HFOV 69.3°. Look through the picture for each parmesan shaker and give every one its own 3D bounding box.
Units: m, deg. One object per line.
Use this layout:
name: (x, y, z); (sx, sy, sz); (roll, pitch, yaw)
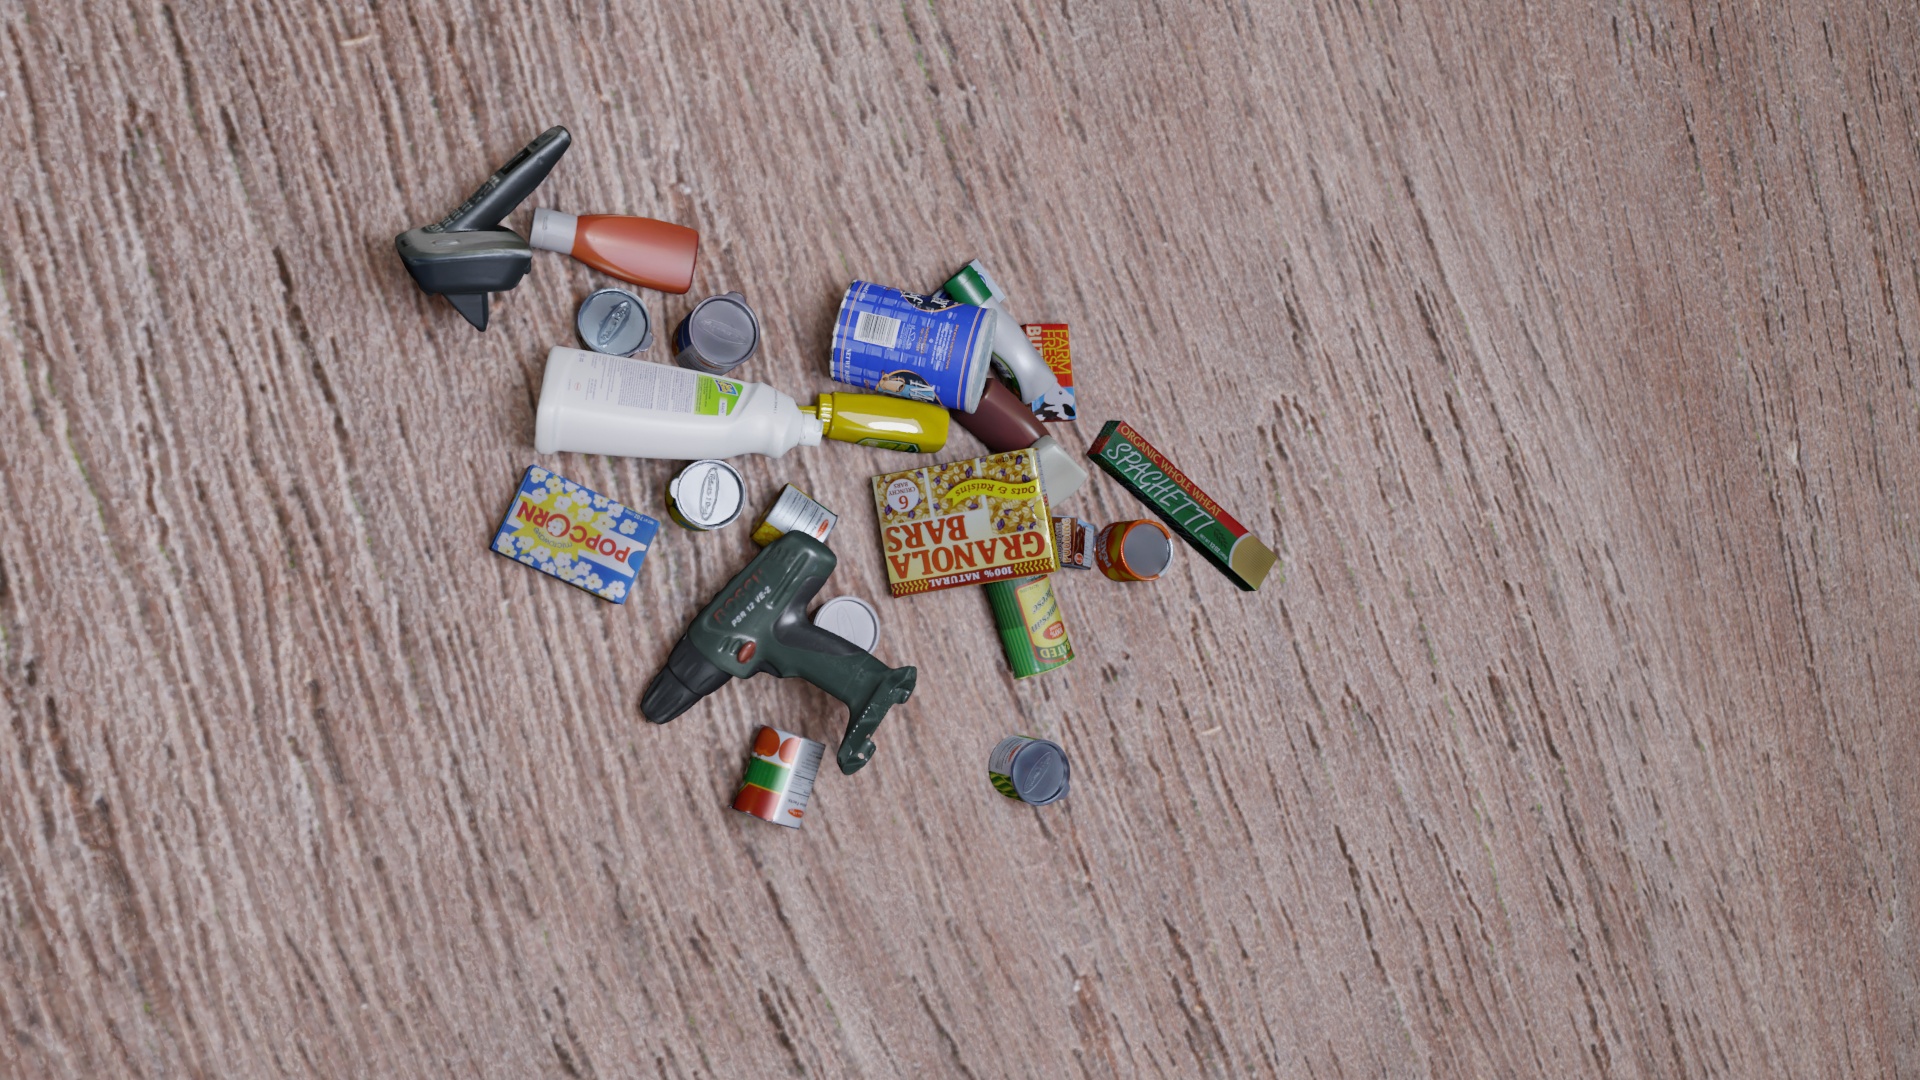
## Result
parmesan shaker: (0.068, 0.081, 1.415); (0.071, 0.071, 0.103); (-20, 95, -22)

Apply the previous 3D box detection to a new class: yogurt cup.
yogurt cup: (-0.117, 0.087, 1.346); (0.072, 0.054, 0.072); (1, 87, -23)

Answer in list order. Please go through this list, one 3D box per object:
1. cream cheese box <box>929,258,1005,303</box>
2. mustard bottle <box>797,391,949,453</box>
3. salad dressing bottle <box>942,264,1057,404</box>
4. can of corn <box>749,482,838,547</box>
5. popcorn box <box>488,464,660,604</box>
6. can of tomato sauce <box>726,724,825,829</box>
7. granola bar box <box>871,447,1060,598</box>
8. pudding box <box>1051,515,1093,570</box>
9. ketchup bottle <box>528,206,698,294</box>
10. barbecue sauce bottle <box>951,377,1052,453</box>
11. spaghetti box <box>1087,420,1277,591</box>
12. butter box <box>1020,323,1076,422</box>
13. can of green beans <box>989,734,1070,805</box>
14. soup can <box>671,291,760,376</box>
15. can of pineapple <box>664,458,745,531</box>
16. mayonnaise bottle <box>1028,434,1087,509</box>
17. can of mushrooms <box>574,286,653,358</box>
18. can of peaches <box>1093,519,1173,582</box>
cream cheese box: (-0.007, -0.237, 1.426); (0.104, 0.024, 0.053); (-45, 105, -18)
mustard bottle: (-0.094, -0.118, 1.365); (0.160, 0.065, 0.049); (7, 81, -16)
salad dressing bottle: (0.039, -0.208, 1.402); (0.044, 0.064, 0.147); (-37, 101, 0)
can of corn: (-0.161, -0.012, 1.328); (0.058, 0.071, 0.071); (36, 75, -12)
popcorn box: (-0.351, -0.004, 1.263); (0.126, 0.038, 0.085); (26, 77, -19)
can of tomato sauce: (-0.172, 0.222, 1.311); (0.071, 0.071, 0.083); (22, 79, -20)
granola bar box: (0.005, -0.017, 1.366); (0.165, 0.039, 0.124); (-10, 92, 11)
pudding box: (0.114, 0.003, 1.432); (0.030, 0.083, 0.049); (4, 86, 18)
ketchup bottle: (-0.321, -0.274, 1.287); (0.149, 0.043, 0.065); (10, 83, -22)
barbecue sauce bottle: (0.062, -0.104, 1.429); (0.148, 0.064, 0.044); (38, 54, -25)
spaghetti box: (0.244, -0.036, 1.517); (0.250, 0.028, 0.050); (39, 73, -16)
butter box: (0.091, -0.176, 1.463); (0.053, 0.024, 0.103); (-5, 89, -23)
can of green beans: (0.070, 0.233, 1.413); (0.071, 0.057, 0.071); (1, 87, -22)
soup can: (-0.229, -0.191, 1.299); (0.071, 0.083, 0.071); (1, 87, -23)
can of pineapple: (-0.241, -0.043, 1.300); (0.071, 0.058, 0.071); (1, 86, -23)
mayonnaise bottle: (0.056, -0.036, 1.405); (0.148, 0.041, 0.064); (-44, 117, 6)
can of mushrooms: (-0.321, -0.198, 1.289); (0.071, 0.033, 0.071); (2, 86, -23)
can of peaches: (0.182, 0.011, 1.473); (0.071, 0.058, 0.071); (1, 87, -23)
